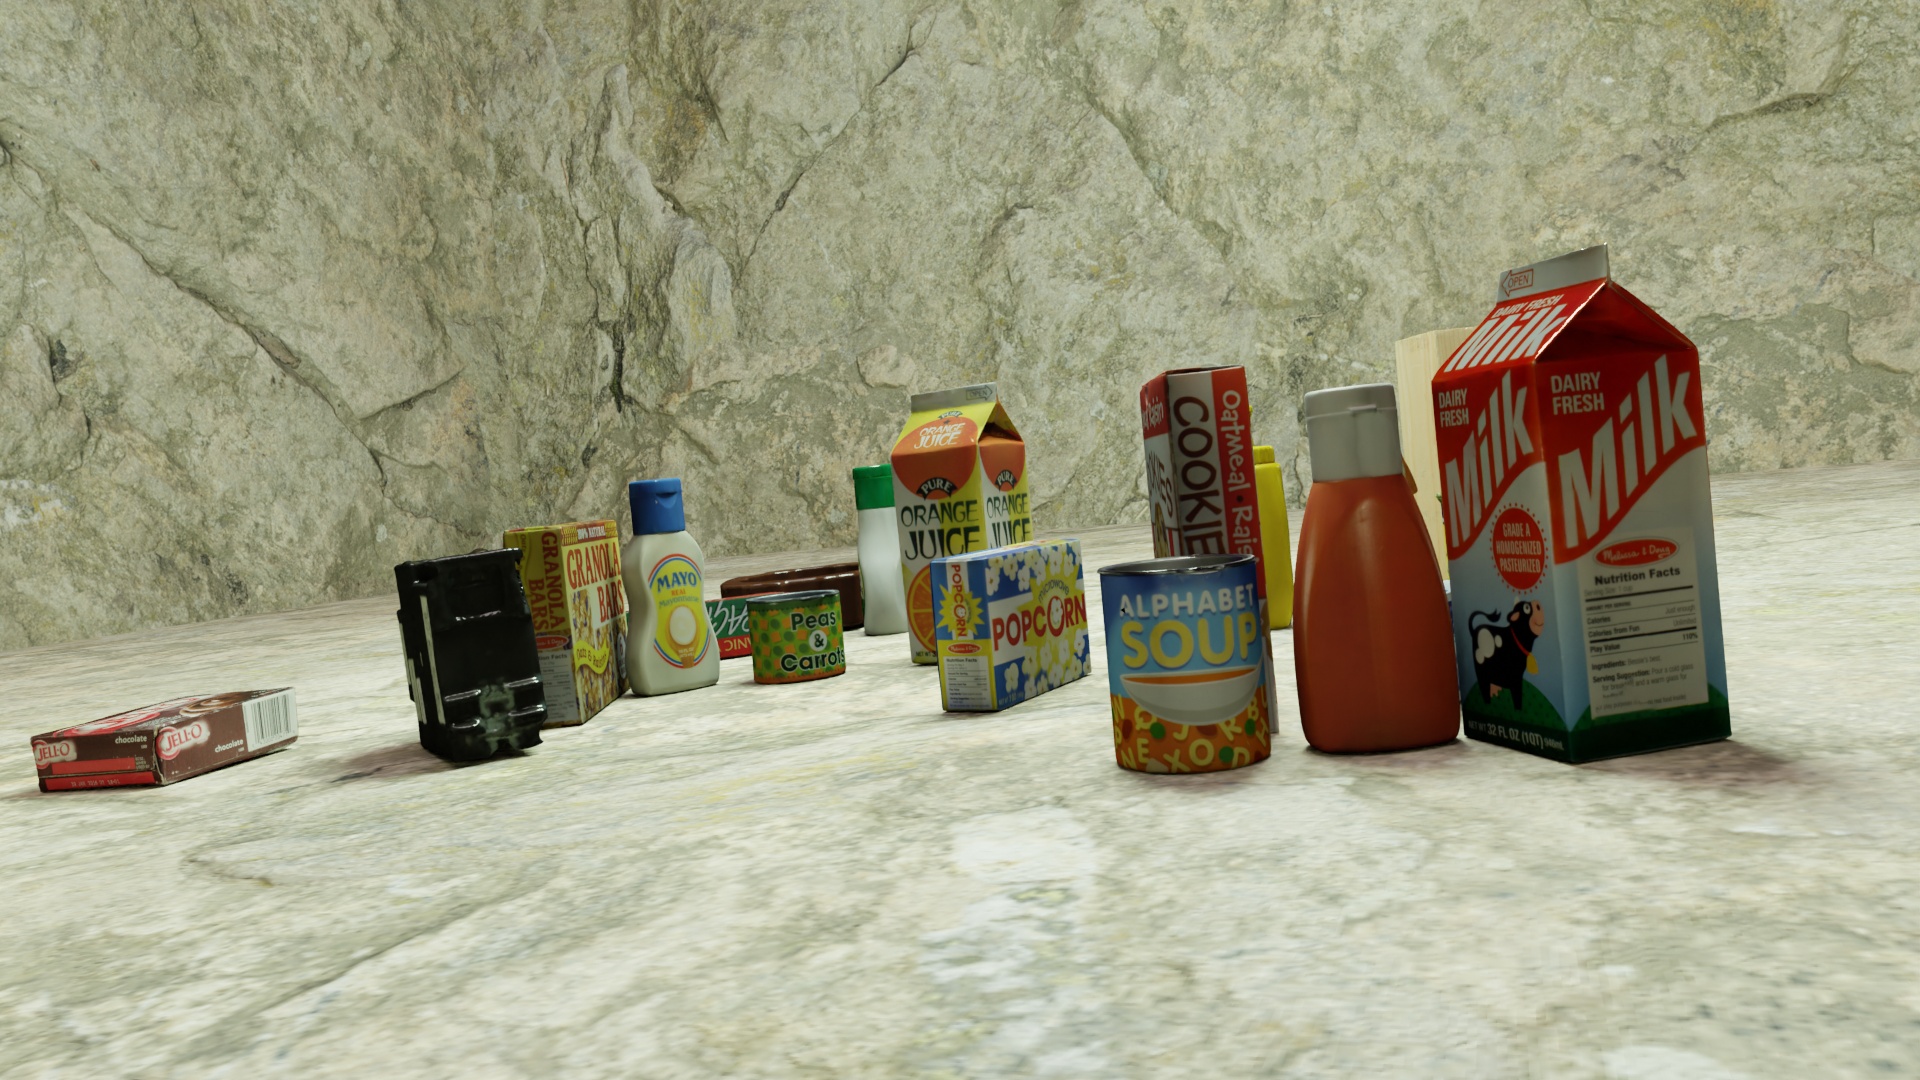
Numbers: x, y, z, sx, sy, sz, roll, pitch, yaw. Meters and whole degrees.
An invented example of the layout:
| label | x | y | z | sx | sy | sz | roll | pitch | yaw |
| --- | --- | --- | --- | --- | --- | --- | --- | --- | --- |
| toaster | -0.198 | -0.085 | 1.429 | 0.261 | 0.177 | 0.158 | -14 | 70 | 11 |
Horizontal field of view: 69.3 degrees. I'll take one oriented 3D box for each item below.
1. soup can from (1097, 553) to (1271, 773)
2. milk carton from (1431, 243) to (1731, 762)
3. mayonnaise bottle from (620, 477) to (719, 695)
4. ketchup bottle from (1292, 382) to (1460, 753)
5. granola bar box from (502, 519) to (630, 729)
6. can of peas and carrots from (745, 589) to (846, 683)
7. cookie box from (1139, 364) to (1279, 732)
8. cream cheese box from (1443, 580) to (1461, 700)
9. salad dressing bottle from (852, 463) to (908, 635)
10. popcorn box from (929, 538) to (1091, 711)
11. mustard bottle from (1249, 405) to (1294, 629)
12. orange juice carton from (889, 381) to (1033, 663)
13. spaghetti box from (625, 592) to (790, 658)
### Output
| label | x | y | z | sx | sy | sz | roll | pitch | yaw |
| --- | --- | --- | --- | --- | --- | --- | --- | --- | --- |
| soup can | 0.094 | 0.050 | 0.582 | 0.071 | 0.083 | 0.071 | -6 | 2 | 0 |
| milk carton | 0.240 | -0.016 | 0.547 | 0.073 | 0.190 | 0.072 | -6 | 2 | -12 |
| mayonnaise bottle | -0.207 | 0.031 | 0.971 | 0.065 | 0.148 | 0.041 | -7 | 2 | -39 |
| ketchup bottle | 0.168 | 0.011 | 0.574 | 0.065 | 0.148 | 0.043 | -6 | 2 | 0 |
| granola bar box | -0.259 | 0.050 | 0.926 | 0.039 | 0.124 | 0.165 | -6 | 2 | -3 |
| can of peas and carrots | -0.114 | 0.067 | 0.974 | 0.071 | 0.058 | 0.071 | -6 | 2 | 0 |
| cookie box | 0.117 | 0.002 | 0.678 | 0.040 | 0.167 | 0.123 | -6 | 2 | 2 |
| cream cheese box | 0.222 | 0.050 | 0.651 | 0.024 | 0.053 | 0.104 | -4 | 3 | 40 |
| salad dressing bottle | -0.069 | 0.008 | 1.219 | 0.044 | 0.147 | 0.064 | -5 | 2 | 7 |
| popcorn box | 0.031 | 0.046 | 0.807 | 0.038 | 0.085 | 0.127 | -5 | 2 | 30 |
| mustard bottle | 0.209 | -0.017 | 1.000 | 0.049 | 0.160 | 0.065 | -6 | 2 | 2 |
| orange juice carton | 0.004 | -0.012 | 0.983 | 0.072 | 0.192 | 0.073 | -5 | 2 | 30 |
| spaghetti box | -0.257 | 0.079 | 1.113 | 0.251 | 0.050 | 0.028 | -7 | 2 | -24 |
